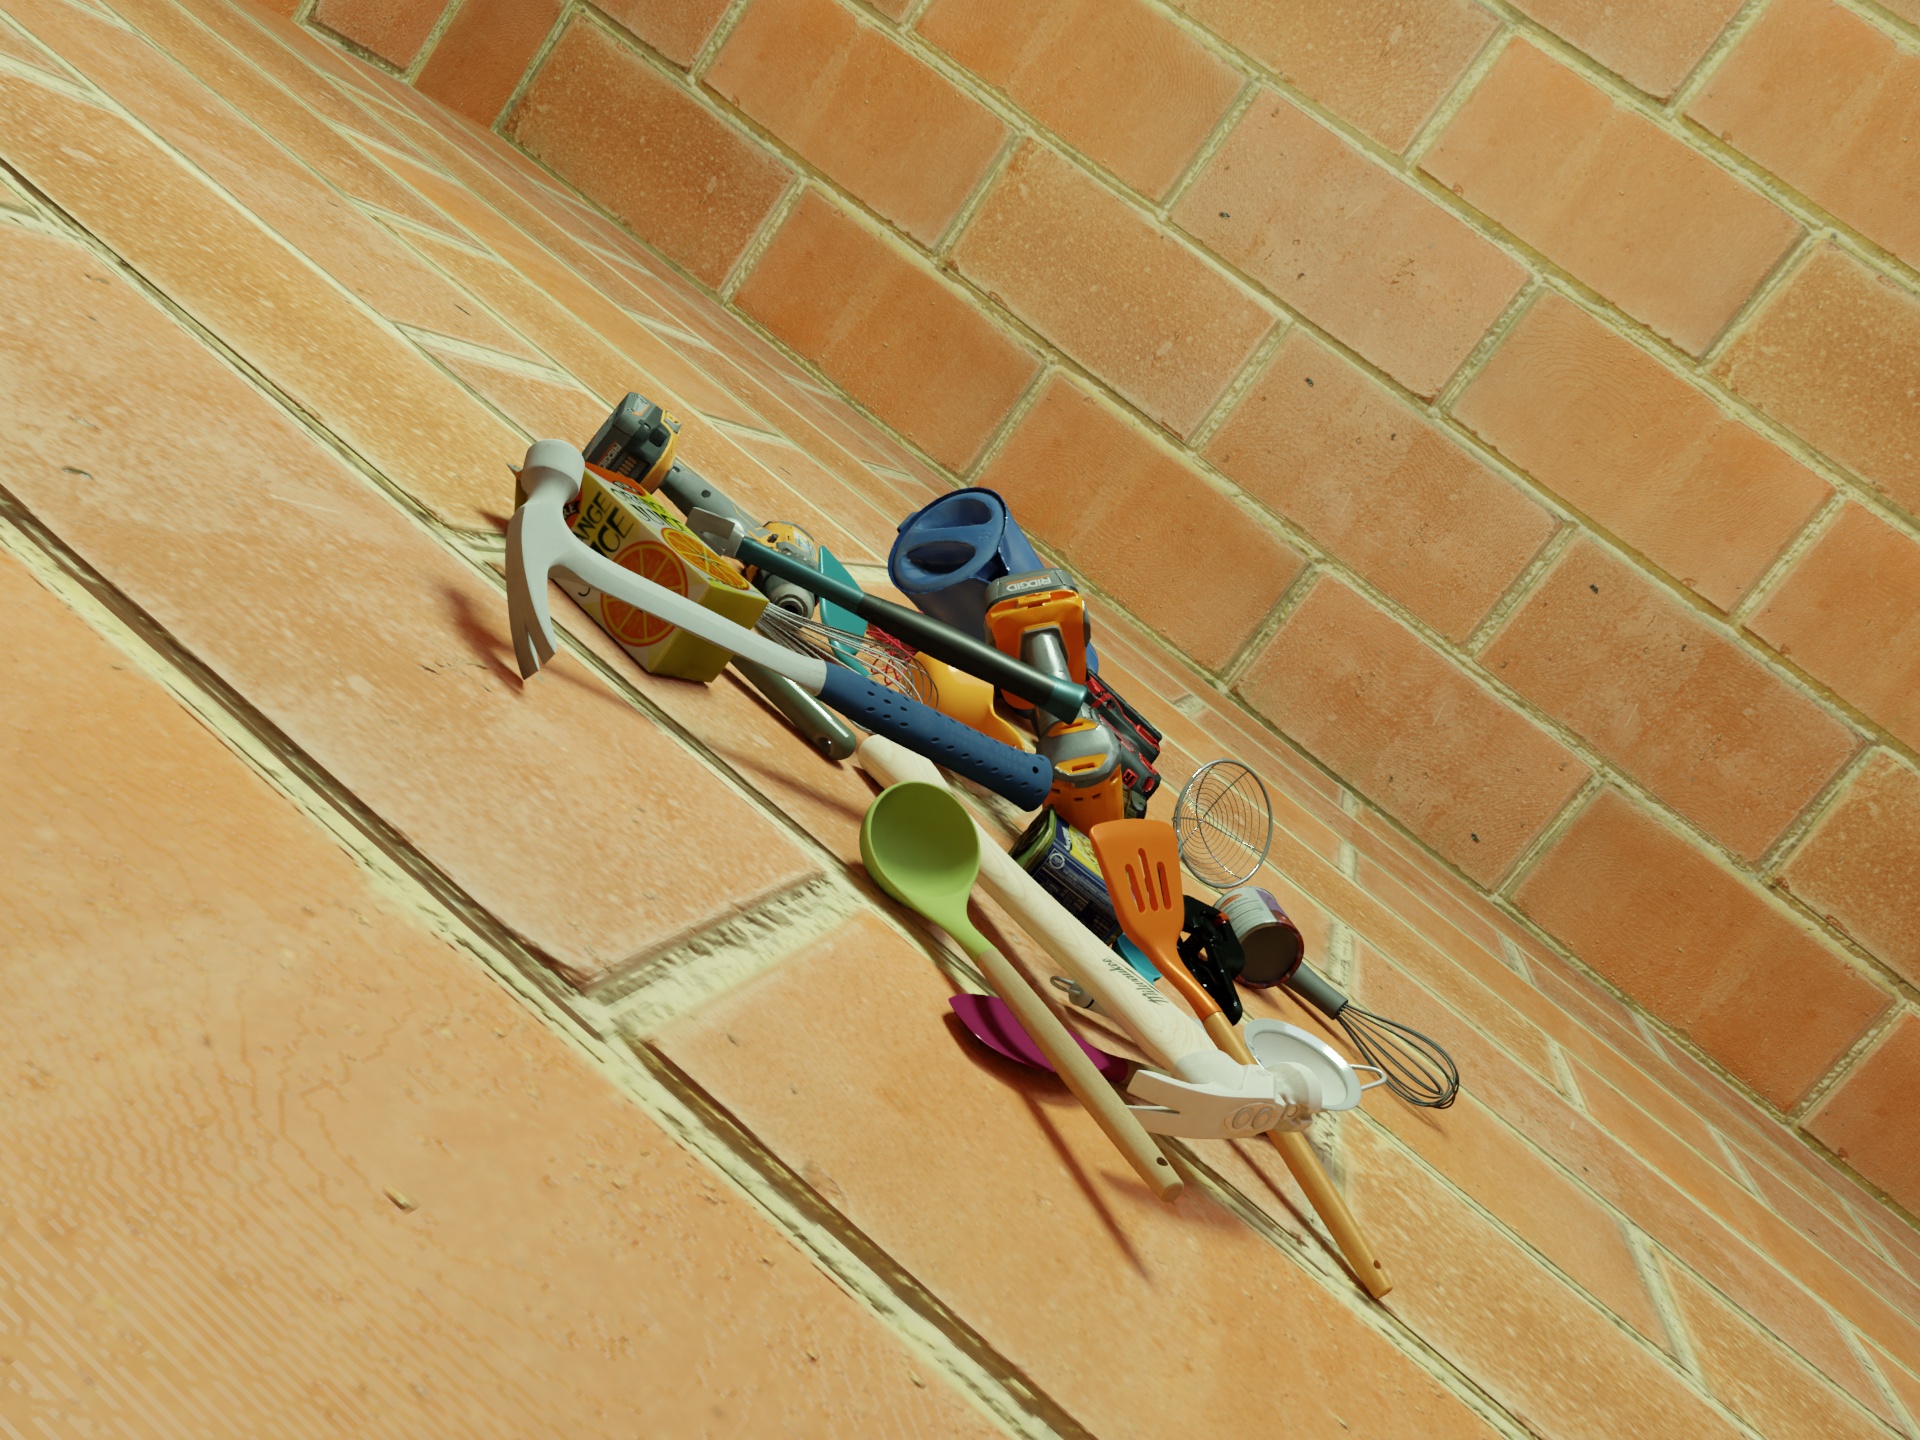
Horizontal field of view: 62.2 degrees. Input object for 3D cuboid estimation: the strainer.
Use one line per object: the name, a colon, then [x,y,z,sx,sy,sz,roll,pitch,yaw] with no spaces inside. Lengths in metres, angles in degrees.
strainer: [0.163,0.207,1.019,0.258,0.050,0.087,24,21,-22]

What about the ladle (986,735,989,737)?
ladle: [0.084,0.061,1.420,0.315,0.031,0.069,30,17,-36]

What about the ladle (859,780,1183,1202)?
ladle: [0.031,0.134,0.855,0.078,0.062,0.320,3,26,-31]

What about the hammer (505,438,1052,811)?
hammer: [-0.098,-0.025,0.989,0.405,0.035,0.144,27,50,-34]

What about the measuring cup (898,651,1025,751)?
measuring cup: [-0.002,-0.004,1.233,0.052,0.095,0.174,11,13,-23]

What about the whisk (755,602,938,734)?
whisk: [-0.135,-0.070,1.201,0.285,0.070,0.070,32,9,23]

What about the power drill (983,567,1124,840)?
power drill: [0.078,0.008,1.258,0.164,0.084,0.227,80,-2,-49]

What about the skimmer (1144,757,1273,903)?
skimmer: [0.223,0.119,1.433,0.363,0.090,0.127,-28,109,-73]

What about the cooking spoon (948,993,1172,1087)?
cooking spoon: [0.108,0.210,0.930,0.318,0.017,0.069,26,11,-40]

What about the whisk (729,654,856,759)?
whisk: [-0.164,-0.060,1.125,0.246,0.057,0.059,43,47,10]

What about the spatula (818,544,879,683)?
spatula: [-0.056,-0.022,1.239,0.082,0.044,0.318,50,5,-44]

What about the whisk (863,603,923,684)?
whisk: [-0.037,-0.065,1.489,0.073,0.073,0.296,38,5,7]

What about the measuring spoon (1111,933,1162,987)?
measuring spoon: [0.119,0.188,1.068,0.042,0.021,0.129,35,21,-14]

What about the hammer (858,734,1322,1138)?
hammer: [0.039,0.115,0.983,0.146,0.038,0.411,12,20,-40]

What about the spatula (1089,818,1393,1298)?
spatula: [0.171,0.196,0.968,0.081,0.041,0.323,1,46,-41]

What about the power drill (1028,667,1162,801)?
power drill: [0.123,0.016,1.496,0.143,0.078,0.219,43,9,2]

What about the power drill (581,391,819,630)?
power drill: [-0.208,-0.164,1.326,0.226,0.084,0.185,37,13,-20]

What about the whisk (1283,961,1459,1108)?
whisk: [0.322,0.244,1.355,0.239,0.055,0.055,38,11,28]

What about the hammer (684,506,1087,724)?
hammer: [-0.059,-0.079,1.168,0.331,0.033,0.128,26,5,10]
